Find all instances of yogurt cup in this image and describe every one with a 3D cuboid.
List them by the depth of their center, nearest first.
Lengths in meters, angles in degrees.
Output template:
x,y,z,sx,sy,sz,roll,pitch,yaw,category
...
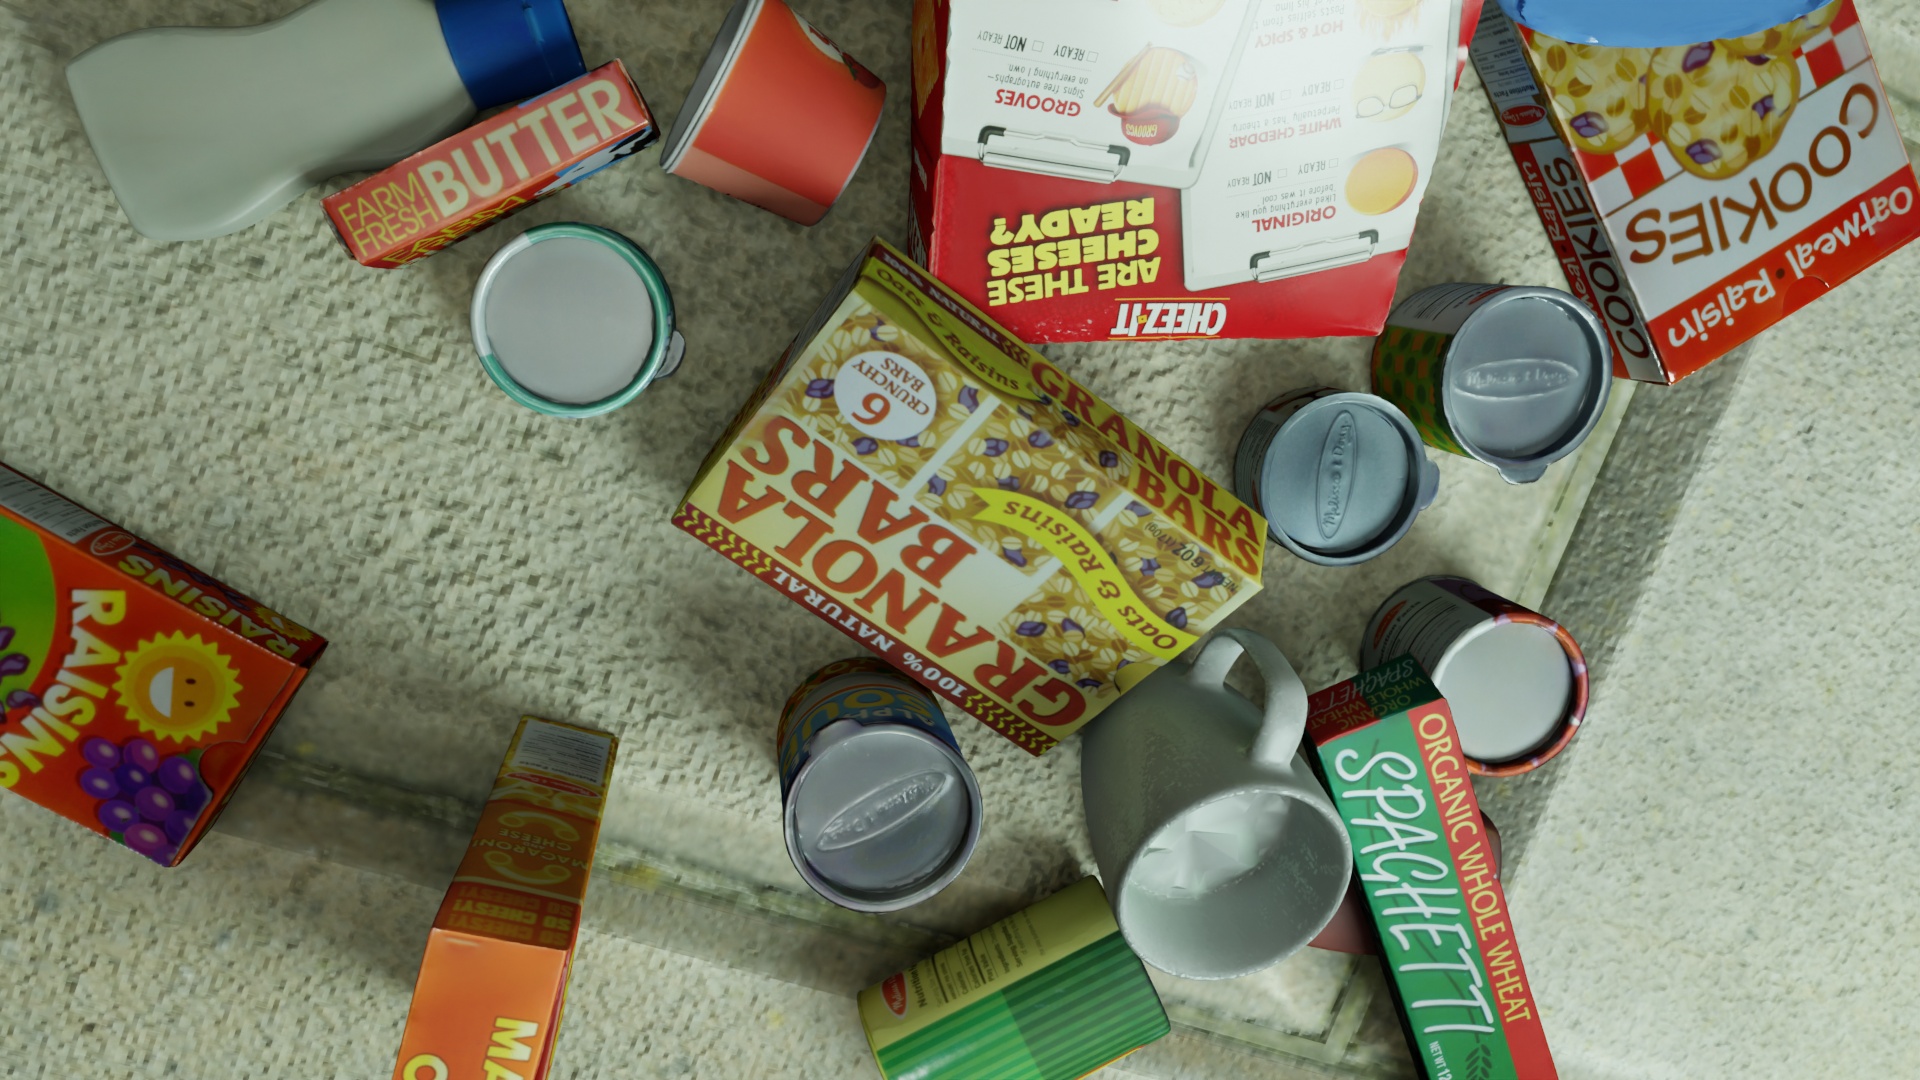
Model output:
x,y,z,sx,sy,sz,roll,pitch,yaw,category
-0.060,-0.140,0.459,0.054,0.072,0.072,26,96,-21,yogurt cup

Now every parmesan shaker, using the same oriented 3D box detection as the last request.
x,y,z,sx,sy,sz,roll,pitch,yaw,category
0.021,0.182,0.530,0.103,0.071,0.071,-26,104,-4,parmesan shaker

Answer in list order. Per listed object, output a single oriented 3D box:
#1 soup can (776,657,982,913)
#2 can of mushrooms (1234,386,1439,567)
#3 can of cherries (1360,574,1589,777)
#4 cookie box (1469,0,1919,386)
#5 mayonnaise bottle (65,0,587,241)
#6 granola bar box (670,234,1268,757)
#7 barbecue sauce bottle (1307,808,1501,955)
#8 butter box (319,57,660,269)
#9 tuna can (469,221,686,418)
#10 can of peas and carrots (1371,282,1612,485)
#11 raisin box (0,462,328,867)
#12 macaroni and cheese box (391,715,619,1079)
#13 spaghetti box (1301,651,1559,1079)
x,y,z,sx,sy,sz,roll,pitch,yaw,category
-0.033,0.081,0.495,0.071,0.084,0.071,-2,101,-9,soup can
0.143,-0.025,0.530,0.071,0.033,0.071,-2,101,-9,can of mushrooms
0.202,0.053,0.542,0.071,0.058,0.071,-2,101,-9,can of cherries
0.276,-0.160,0.523,0.123,0.040,0.167,-31,104,-3,cookie box
-0.198,-0.145,0.447,0.148,0.041,0.064,-19,105,-7,mayonnaise bottle
0.002,-0.006,0.476,0.165,0.039,0.123,34,129,-14,granola bar box
0.137,0.132,0.555,0.149,0.044,0.064,5,104,-10,barbecue sauce bottle
-0.149,-0.121,0.452,0.103,0.053,0.024,-27,103,-3,butter box
-0.129,-0.074,0.475,0.071,0.033,0.071,-2,101,-9,tuna can
0.197,-0.060,0.520,0.071,0.059,0.070,-2,102,-9,can of peas and carrots
-0.294,0.042,0.467,0.123,0.040,0.086,33,93,-15,raisin box
-0.148,0.142,0.445,0.040,0.167,0.123,15,99,-13,macaroni and cheese box
0.185,0.156,0.530,0.050,0.029,0.249,-23,114,3,spaghetti box
